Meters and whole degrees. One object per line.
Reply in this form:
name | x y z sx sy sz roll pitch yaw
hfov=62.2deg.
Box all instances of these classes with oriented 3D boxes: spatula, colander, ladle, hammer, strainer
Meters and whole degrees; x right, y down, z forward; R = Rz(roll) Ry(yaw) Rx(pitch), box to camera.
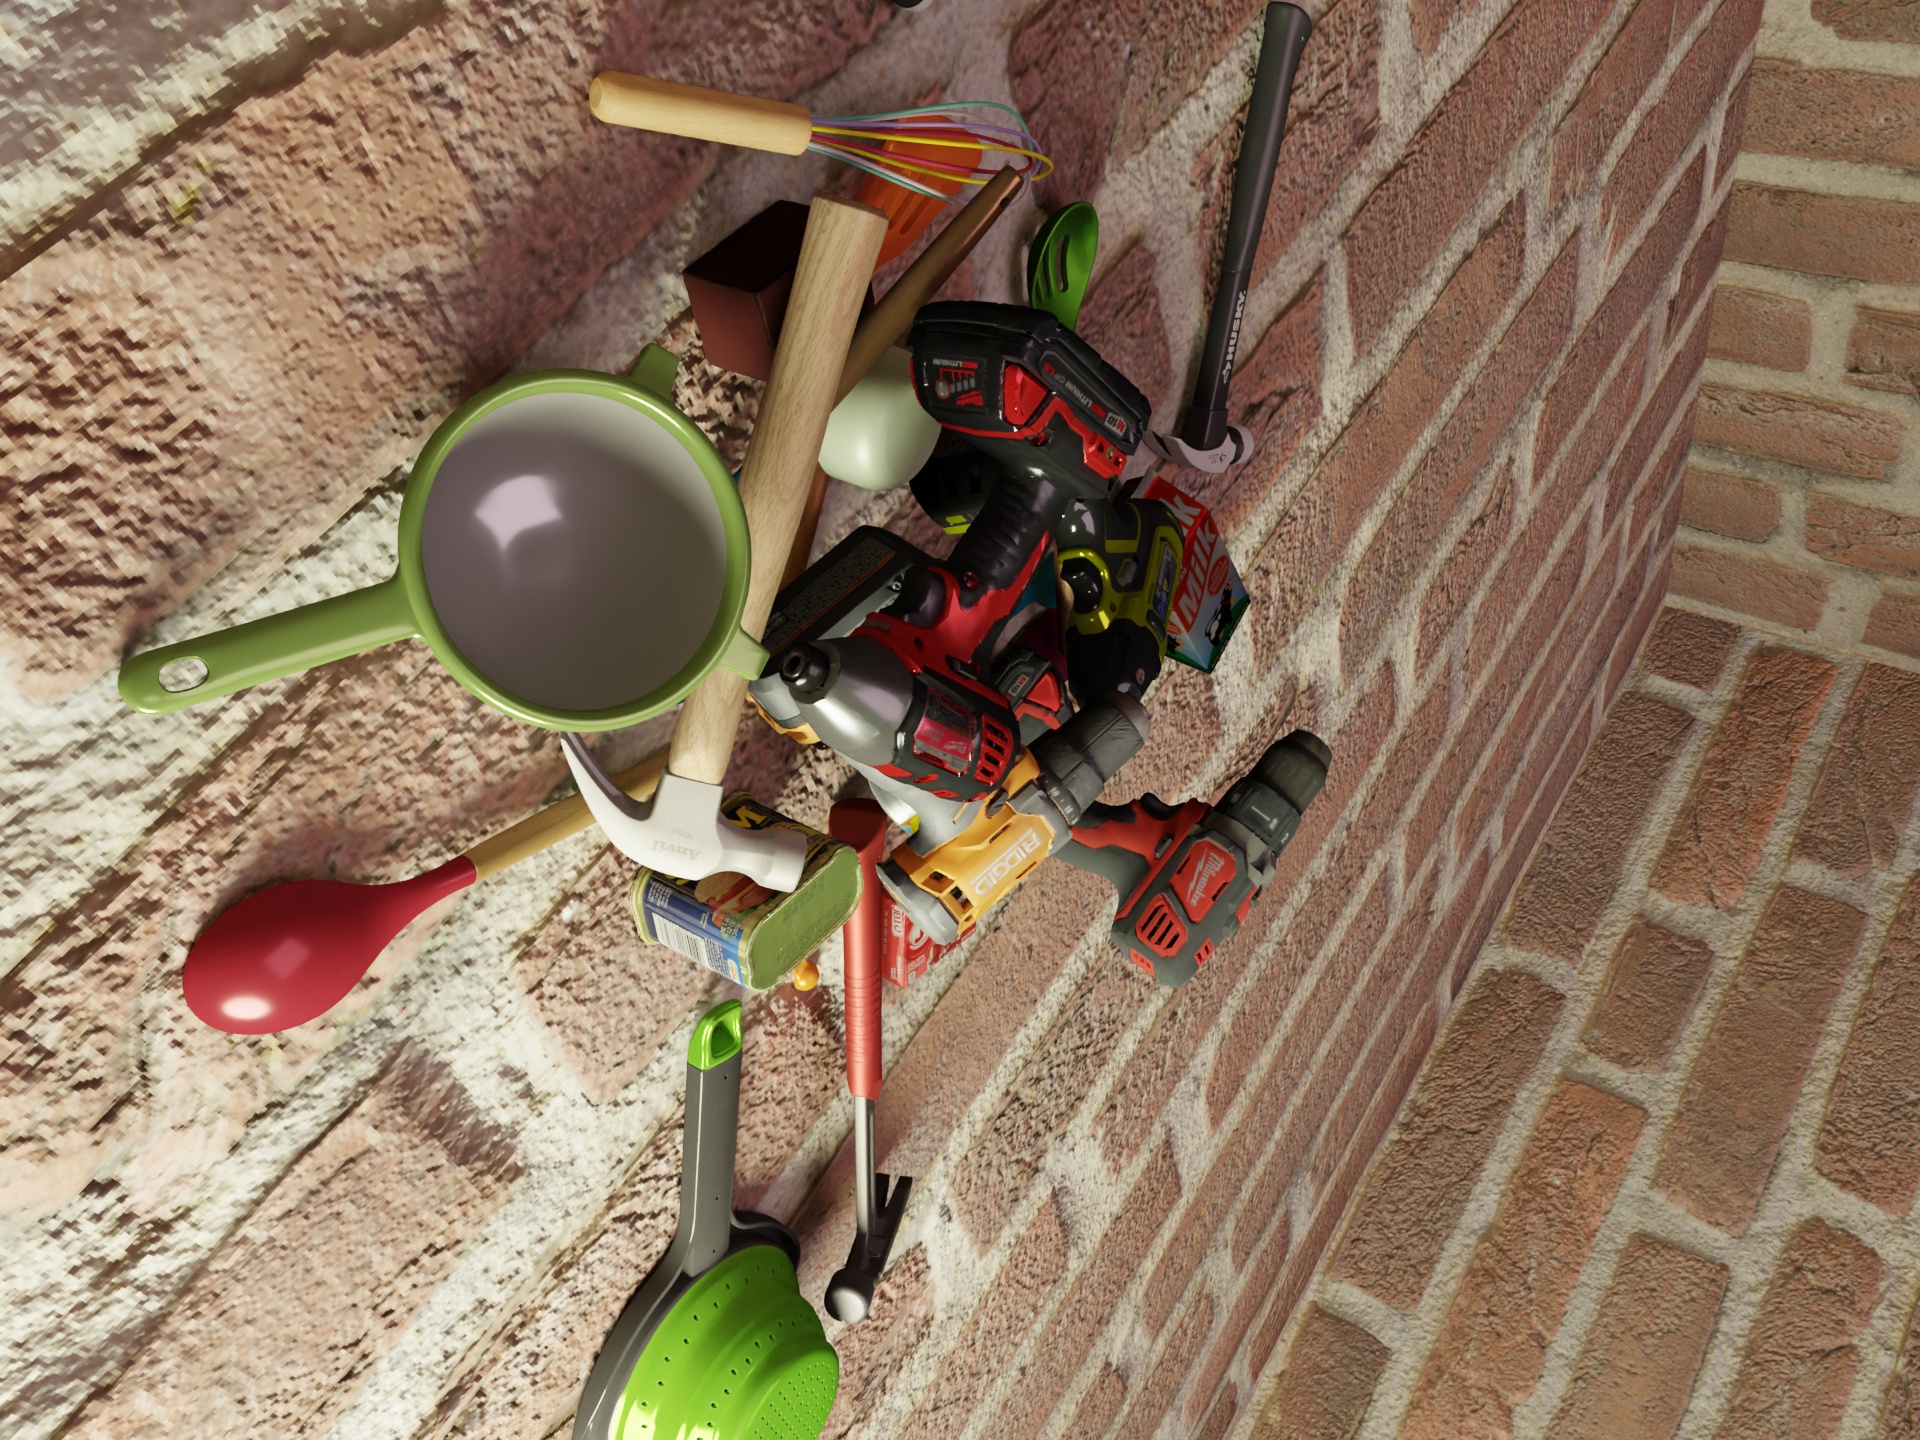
spatula | -0.064 -0.160 0.851 0.081 0.041 0.322 -4 113 -61
colander | -0.136 0.361 1.002 0.204 0.094 0.396 -24 128 -51
ladle | -0.216 0.061 0.759 0.315 0.031 0.069 -31 131 -49
hammer | -0.062 0.216 1.067 0.149 0.037 0.359 -64 156 -66
spatula | -0.073 -0.139 0.781 0.317 0.044 0.082 -47 155 13
strainer | -0.213 -0.053 0.659 0.256 0.069 0.151 -22 103 -28
hammer | 0.204 -0.348 1.173 0.146 0.035 0.334 -19 124 -54
hammer | -0.099 -0.080 0.749 0.130 0.031 0.331 13 105 -15

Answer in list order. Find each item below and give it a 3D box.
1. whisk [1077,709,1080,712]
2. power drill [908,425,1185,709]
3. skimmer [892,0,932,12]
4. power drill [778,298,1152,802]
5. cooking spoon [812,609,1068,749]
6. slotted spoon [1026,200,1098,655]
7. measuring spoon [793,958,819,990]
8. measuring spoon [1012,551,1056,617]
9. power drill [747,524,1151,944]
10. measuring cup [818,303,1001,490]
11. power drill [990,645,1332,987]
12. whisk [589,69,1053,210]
whisk | 0.084 0.015 1.186 0.246 0.059 0.057 -44 117 -38
power drill | 0.063 -0.112 0.968 0.223 0.080 0.171 50 45 -41
skimmer | -0.118 -0.362 0.651 0.363 0.090 0.127 -13 117 -67
power drill | -0.003 -0.079 0.754 0.143 0.079 0.220 26 84 -48
cooking spoon | 0.006 -0.024 1.070 0.319 0.017 0.068 -21 130 -52
slotted spoon | 0.068 -0.182 1.045 0.070 0.031 0.313 -36 134 -42
measuring spoon | -0.108 0.135 0.991 0.021 0.011 0.116 -52 146 -27
measuring spoon | 0.049 -0.081 1.098 0.128 0.021 0.042 -35 136 -46
power drill | -0.001 -0.003 0.888 0.185 0.084 0.226 -40 124 -7
measuring cup | -0.012 -0.182 0.859 0.167 0.038 0.083 -43 148 -35
power drill | 0.112 0.042 1.046 0.188 0.227 0.080 -51 156 -10
whisk | -0.054 -0.272 0.737 0.245 0.047 0.051 -5 123 -37
